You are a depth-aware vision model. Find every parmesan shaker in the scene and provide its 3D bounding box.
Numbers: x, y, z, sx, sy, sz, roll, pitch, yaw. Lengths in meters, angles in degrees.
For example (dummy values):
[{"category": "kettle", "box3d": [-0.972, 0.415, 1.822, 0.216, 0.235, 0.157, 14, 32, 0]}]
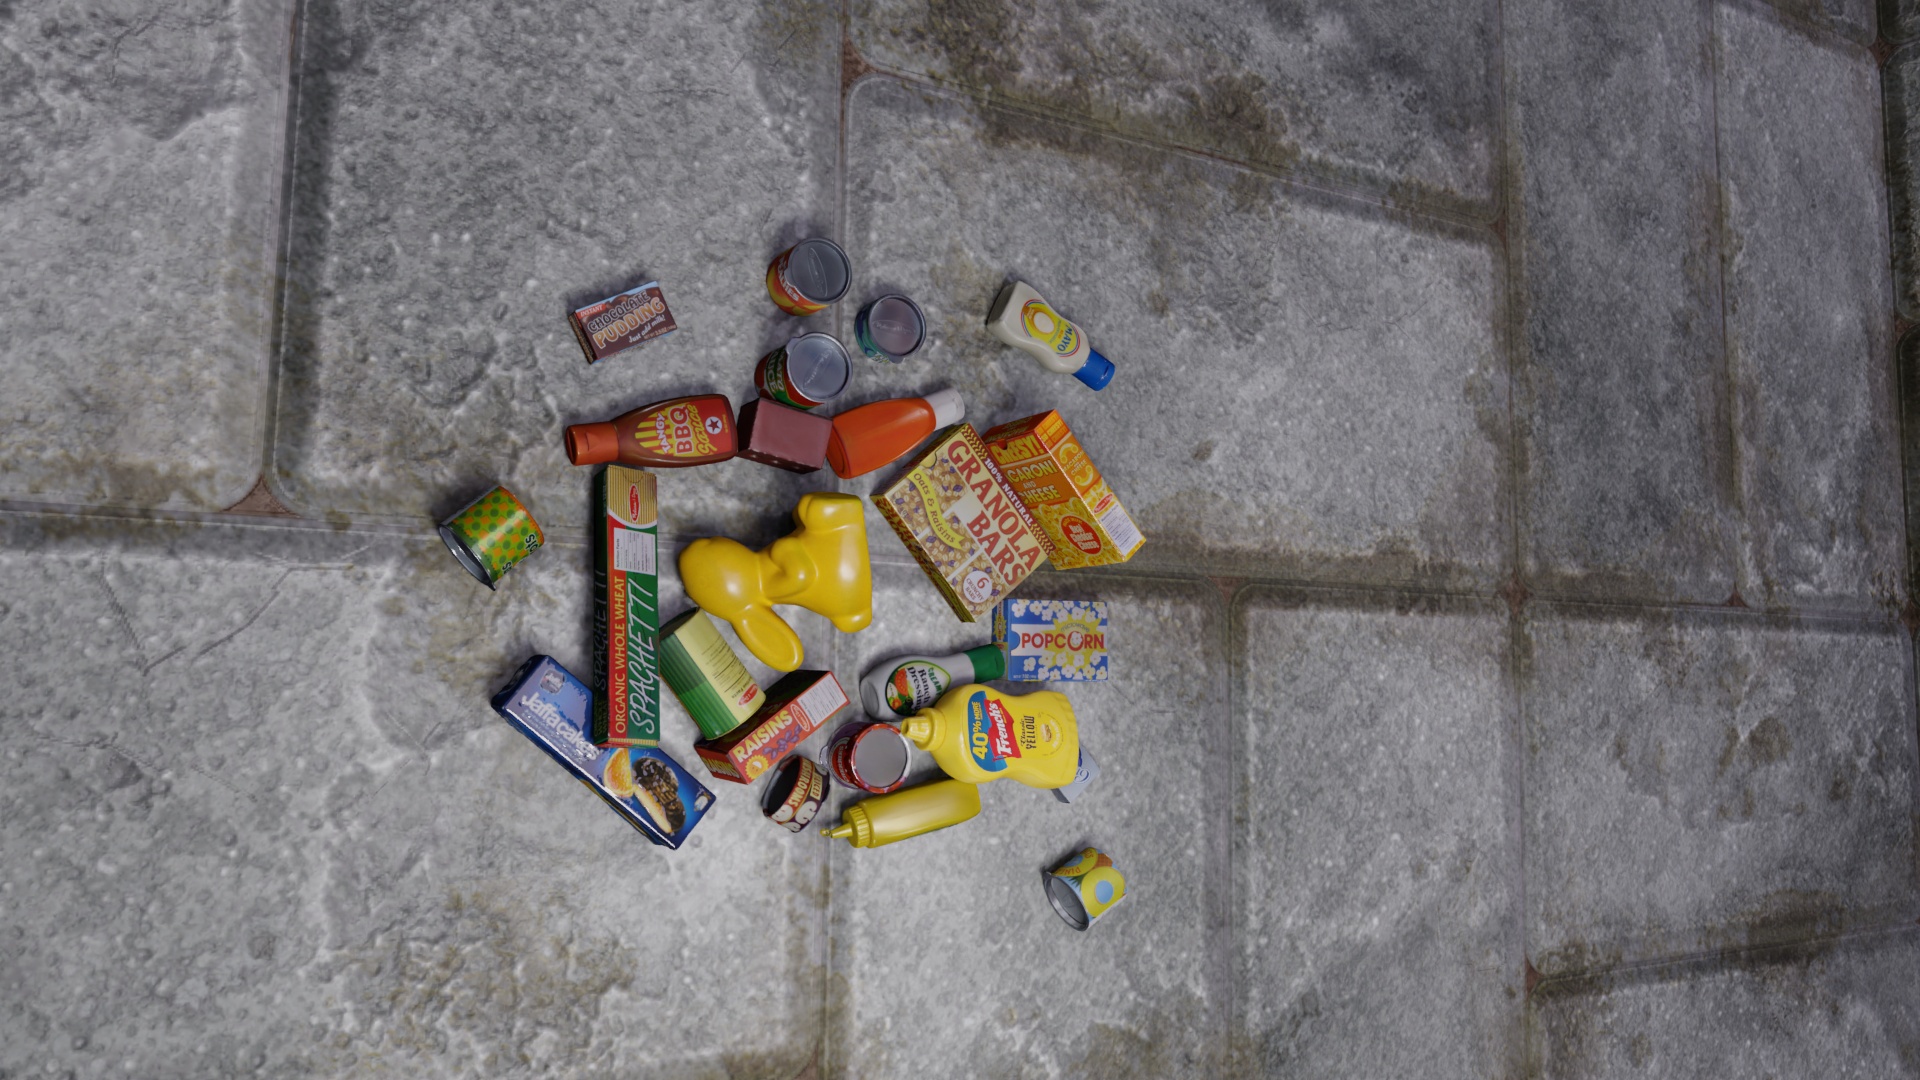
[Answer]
[{"category": "parmesan shaker", "box3d": [-0.231, 0.118, 1.251, 0.071, 0.071, 0.103, -40, 104, -27]}]

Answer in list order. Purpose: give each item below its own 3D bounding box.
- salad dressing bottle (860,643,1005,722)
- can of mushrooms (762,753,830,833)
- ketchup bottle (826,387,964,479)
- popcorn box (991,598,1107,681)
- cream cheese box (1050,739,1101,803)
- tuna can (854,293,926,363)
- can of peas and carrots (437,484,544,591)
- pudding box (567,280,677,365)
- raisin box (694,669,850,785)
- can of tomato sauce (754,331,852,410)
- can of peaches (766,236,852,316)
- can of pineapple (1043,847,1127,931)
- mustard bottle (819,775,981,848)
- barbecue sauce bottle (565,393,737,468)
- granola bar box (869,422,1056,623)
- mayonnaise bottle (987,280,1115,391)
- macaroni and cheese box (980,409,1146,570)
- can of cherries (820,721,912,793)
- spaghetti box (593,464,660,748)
[{"category": "salad dressing bottle", "box3d": [-0.026, 0.137, 1.379, 0.148, 0.044, 0.064, -14, 95, -31]}, {"category": "can of mushrooms", "box3d": [-0.151, 0.232, 1.282, 0.033, 0.071, 0.071, 33, 70, -22]}, {"category": "ketchup bottle", "box3d": [-0.064, -0.113, 1.381, 0.149, 0.043, 0.064, -24, 98, -30]}, {"category": "popcorn box", "box3d": [0.094, 0.105, 1.455, 0.127, 0.038, 0.085, 3, 85, -30]}, {"category": "cream cheese box", "box3d": [0.098, 0.220, 1.454, 0.053, 0.024, 0.103, -43, 106, -25]}, {"category": "tuna can", "box3d": [-0.070, -0.209, 1.393, 0.071, 0.033, 0.071, 3, 84, -30]}, {"category": "can of peas and carrots", "box3d": [-0.392, -0.003, 1.167, 0.059, 0.071, 0.071, -43, 107, -26]}, {"category": "pudding box", "box3d": [-0.305, -0.197, 1.257, 0.084, 0.030, 0.049, -27, 98, -29]}, {"category": "raisin box", "box3d": [-0.172, 0.168, 1.267, 0.124, 0.086, 0.040, -38, 106, -27]}, {"category": "can of tomato sauce", "box3d": [-0.151, -0.157, 1.312, 0.071, 0.083, 0.071, 3, 84, -30]}, {"category": "can of peaches", "box3d": [-0.148, -0.253, 1.338, 0.071, 0.058, 0.071, 2, 85, -30]}, {"category": "can of pineapple", "box3d": [0.129, 0.358, 1.434, 0.058, 0.071, 0.071, -29, 100, -29]}, {"category": "mustard bottle", "box3d": [-0.061, 0.265, 1.337, 0.161, 0.065, 0.049, -11, 83, -25]}, {"category": "barbecue sauce bottle", "box3d": [-0.279, -0.094, 1.255, 0.149, 0.043, 0.065, -10, 90, -30]}, {"category": "granola bar box", "box3d": [0.005, -0.018, 1.411, 0.125, 0.039, 0.165, -42, 106, -23]}, {"category": "mayonnaise bottle", "box3d": [0.100, -0.214, 1.487, 0.148, 0.041, 0.065, 32, 69, -23]}, {"category": "macaroni and cheese box", "box3d": [0.098, -0.048, 1.422, 0.040, 0.123, 0.166, -44, 107, -27]}, {"category": "can of cherries", "box3d": [-0.090, 0.207, 1.326, 0.071, 0.058, 0.071, 3, 84, -30]}, {"category": "spaghetti box", "box3d": [-0.290, 0.057, 1.202, 0.050, 0.028, 0.251, 12, 64, -40]}]
